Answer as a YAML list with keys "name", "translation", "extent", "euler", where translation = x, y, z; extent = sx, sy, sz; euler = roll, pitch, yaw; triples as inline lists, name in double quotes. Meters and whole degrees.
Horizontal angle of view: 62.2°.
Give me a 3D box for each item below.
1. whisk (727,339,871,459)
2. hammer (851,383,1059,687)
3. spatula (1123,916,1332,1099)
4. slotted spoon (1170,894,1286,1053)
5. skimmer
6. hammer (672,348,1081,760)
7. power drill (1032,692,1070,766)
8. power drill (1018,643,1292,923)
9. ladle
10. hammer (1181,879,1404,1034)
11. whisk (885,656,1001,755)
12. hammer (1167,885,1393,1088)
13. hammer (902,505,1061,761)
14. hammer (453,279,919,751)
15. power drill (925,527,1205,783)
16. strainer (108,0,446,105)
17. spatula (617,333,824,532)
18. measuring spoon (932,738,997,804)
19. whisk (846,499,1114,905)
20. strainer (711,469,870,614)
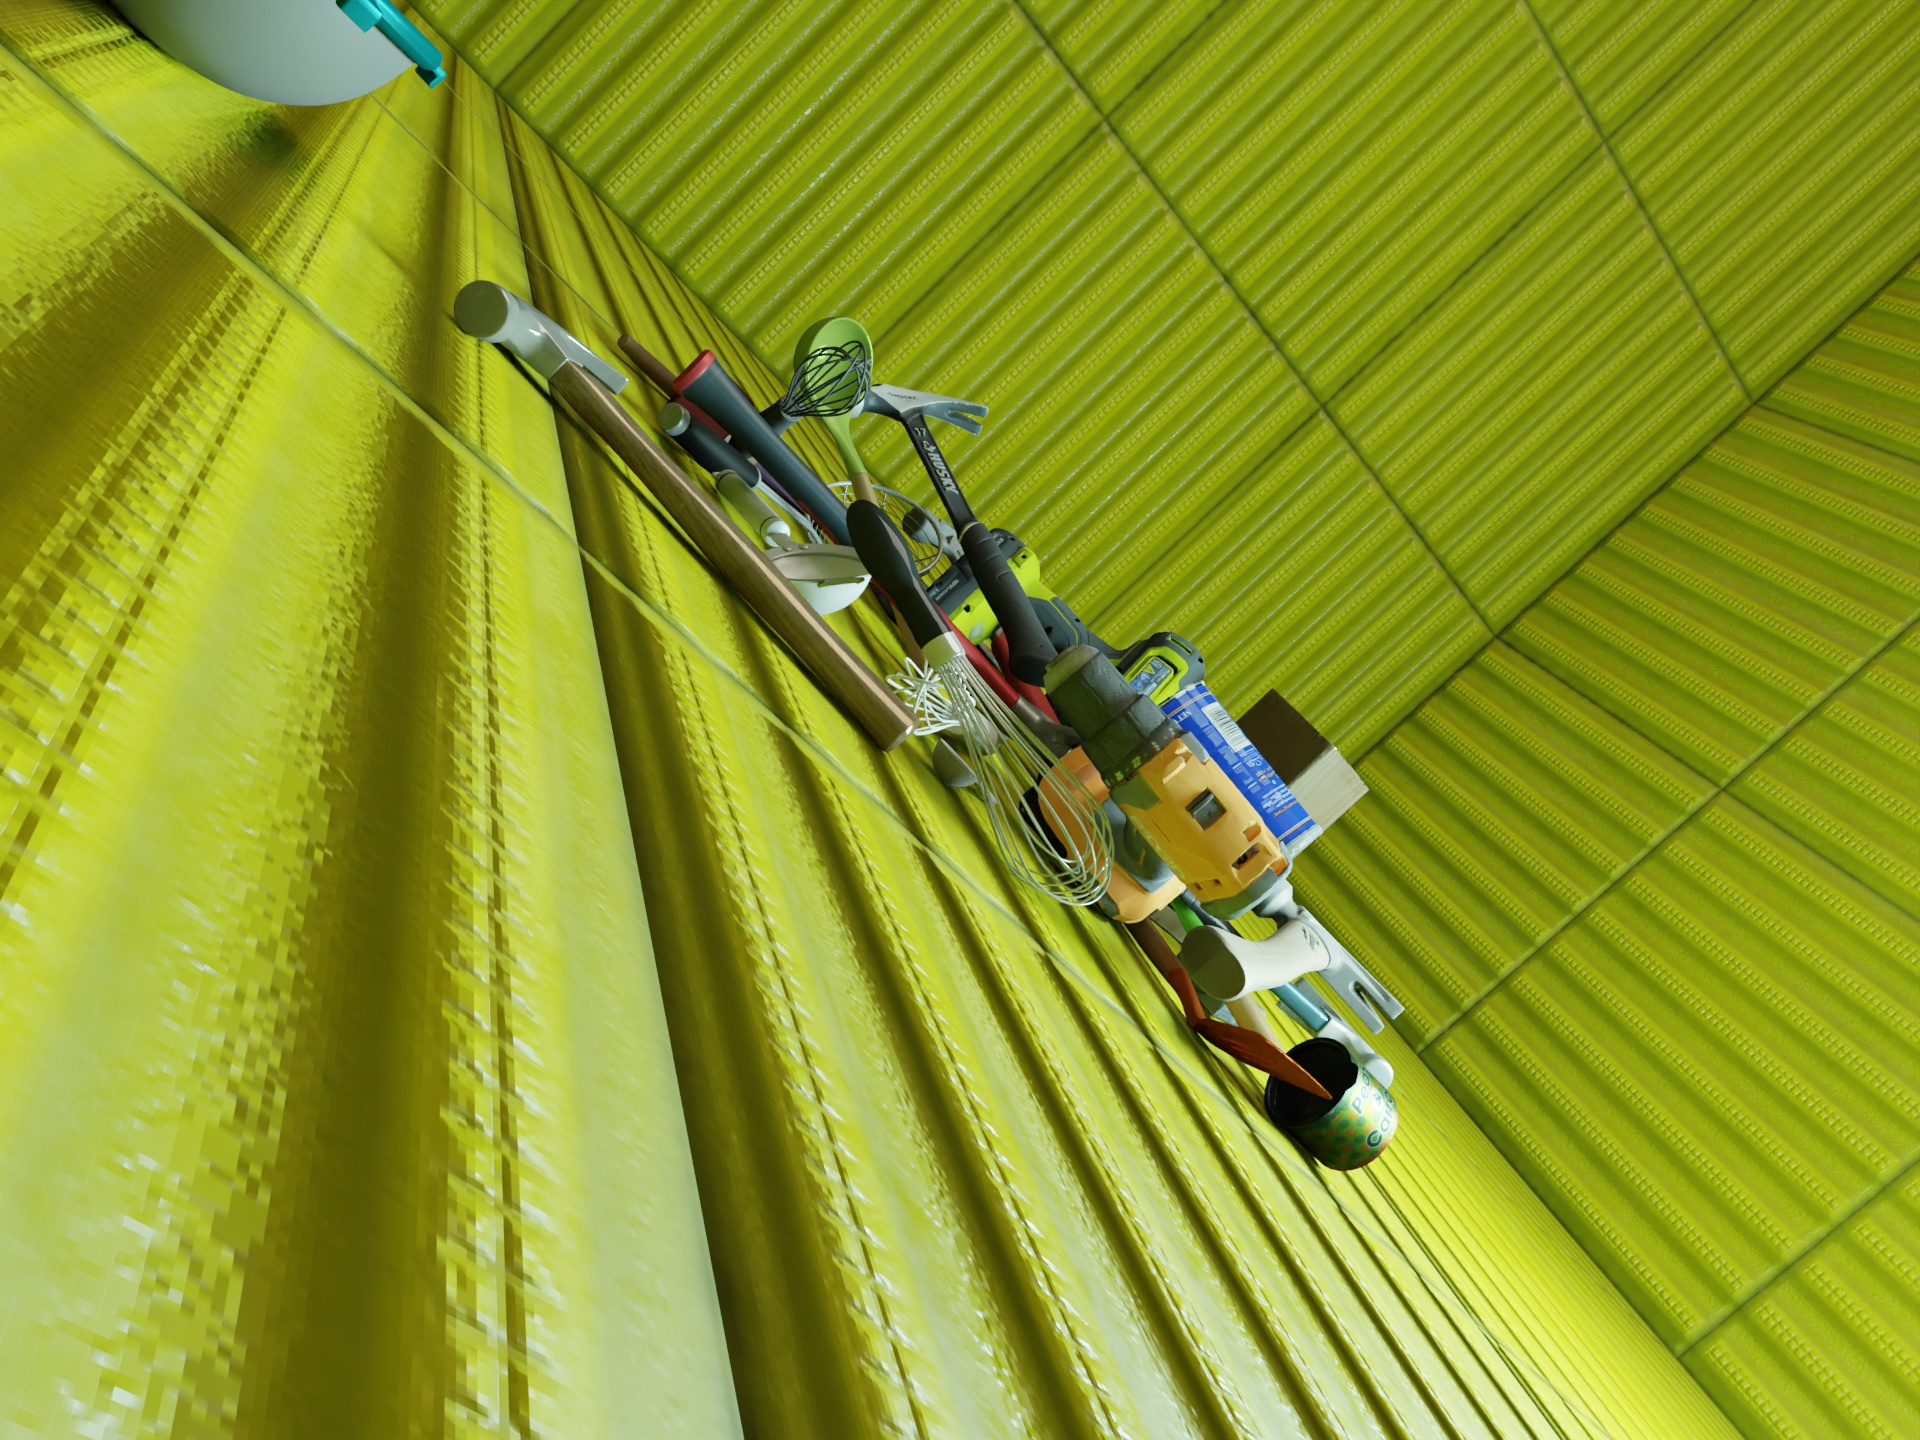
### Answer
- name: "whisk"
  translation: [-0.134, -0.246, 1.267]
  extent: [0.055, 0.055, 0.239]
  euler: [45, -28, -17]
- name: "hammer"
  translation: [0.007, -0.170, 1.362]
  extent: [0.149, 0.036, 0.409]
  euler: [1, 42, -25]
- name: "spatula"
  translation: [0.147, 0.158, 1.103]
  extent: [0.081, 0.041, 0.323]
  euler: [42, 7, -31]
- name: "slotted spoon"
  translation: [0.183, 0.176, 1.144]
  extent: [0.070, 0.031, 0.314]
  euler: [19, 35, -55]
- name: "skimmer"
  translation: [-0.123, -0.197, 1.295]
  extent: [0.127, 0.090, 0.363]
  euler: [50, 7, 24]
- name: "hammer"
  translation: [-0.056, -0.113, 1.149]
  extent: [0.386, 0.038, 0.143]
  euler: [46, -9, -21]
- name: "power drill"
  translation: [0.155, 0.066, 1.602]
  extent: [0.188, 0.080, 0.226]
  euler: [50, 4, 25]
- name: "power drill"
  translation: [0.103, 0.045, 1.012]
  extent: [0.185, 0.084, 0.226]
  euler: [50, -13, 1]
- name: "ladle"
  translation: [-0.066, -0.179, 1.281]
  extent: [0.078, 0.062, 0.320]
  euler: [0, 67, -51]
- name: "hammer"
  translation: [0.232, 0.175, 1.126]
  extent: [0.146, 0.038, 0.410]
  euler: [48, 12, 18]
- name: "whisk"
  translation: [-0.002, -0.004, 1.108]
  extent: [0.059, 0.058, 0.246]
  euler: [13, -7, 13]
- name: "hammer"
  translation: [0.207, 0.167, 1.270]
  extent: [0.331, 0.033, 0.128]
  euler: [42, 3, -10]
- name: "hammer"
  translation: [0.054, -0.047, 1.481]
  extent: [0.149, 0.036, 0.359]
  euler: [31, 27, -52]
- name: "hammer"
  translation: [-0.143, -0.111, 0.894]
  extent: [0.331, 0.031, 0.130]
  euler: [47, 7, 0]
- name: "power drill"
  translation: [0.072, -0.045, 1.377]
  extent: [0.229, 0.190, 0.080]
  euler: [38, -26, 15]
- name: "strainer"
  translation: [-0.404, -0.408, 0.740]
  extent: [0.340, 0.095, 0.211]
  euler: [43, 4, -16]
- name: "spatula"
  translation: [-0.202, -0.246, 1.415]
  extent: [0.060, 0.018, 0.315]
  euler: [50, 6, 37]
- name: "measuring spoon"
  translation: [0.004, 0.041, 1.024]
  extent: [0.034, 0.018, 0.124]
  euler: [49, 0, 20]
- name: "whisk"
  translation: [0.005, -0.014, 0.954]
  extent: [0.285, 0.070, 0.070]
  euler: [59, 8, 10]
- name: "strainer"
  translation: [-0.122, -0.123, 1.079]
  extent: [0.087, 0.050, 0.259]
  euler: [-8, 31, -26]
